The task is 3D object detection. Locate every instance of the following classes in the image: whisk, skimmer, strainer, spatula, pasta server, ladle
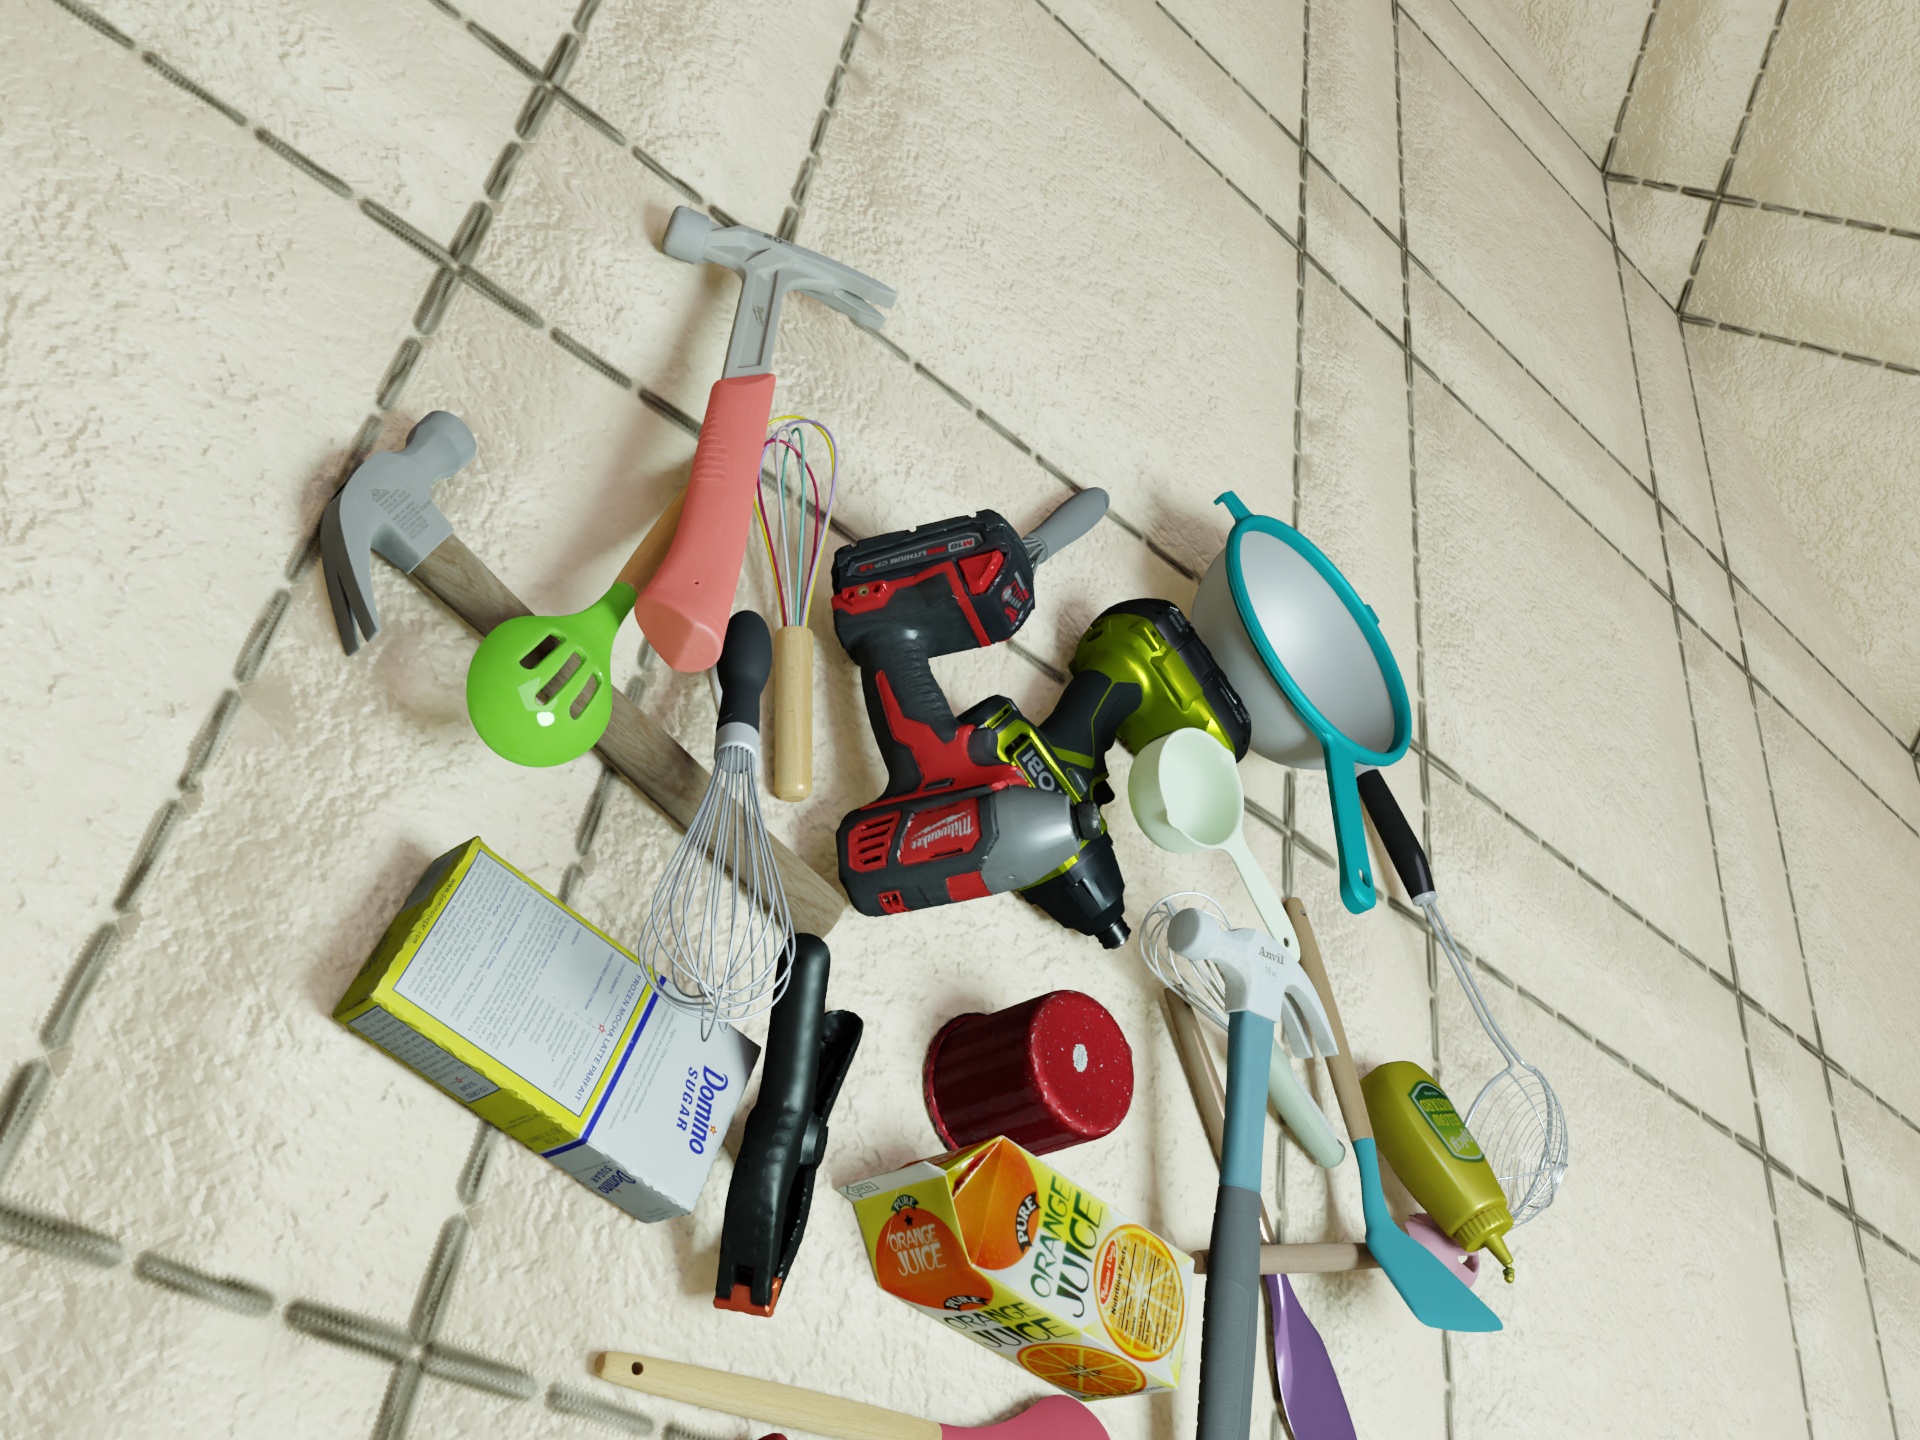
[{"bbox_3d":[-0.111,0.035,0.779,0.070,0.070,0.285,33,32,-28],"label":"whisk"},{"bbox_3d":[0.363,0.206,1.229,0.127,0.090,0.364,4,55,-40],"label":"skimmer"},{"bbox_3d":[0.050,-0.121,1.094,0.055,0.055,0.239,56,37,-5],"label":"whisk"},{"bbox_3d":[0.236,0.007,1.148,0.210,0.095,0.341,32,41,-31],"label":"strainer"},{"bbox_3d":[0.272,0.254,1.066,0.082,0.044,0.318,17,47,-33],"label":"spatula"},{"bbox_3d":[0.247,0.345,1.020,0.316,0.040,0.060,15,58,-40],"label":"pasta server"},{"bbox_3d":[-0.034,0.340,0.765,0.315,0.031,0.069,27,50,-30],"label":"ladle"},{"bbox_3d":[0.185,0.319,0.996,0.059,0.018,0.316,-5,73,-46],"label":"spatula"},{"bbox_3d":[-0.100,-0.070,0.923,0.047,0.051,0.245,11,65,-31],"label":"whisk"},{"bbox_3d":[0.188,0.204,1.025,0.246,0.059,0.058,55,0,-23],"label":"whisk"}]

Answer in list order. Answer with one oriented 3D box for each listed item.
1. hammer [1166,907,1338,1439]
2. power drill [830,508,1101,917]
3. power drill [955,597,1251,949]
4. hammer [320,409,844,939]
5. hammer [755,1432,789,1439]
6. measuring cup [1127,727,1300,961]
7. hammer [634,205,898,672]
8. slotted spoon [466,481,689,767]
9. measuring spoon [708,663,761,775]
[{"bbox_3d":[0.157,0.282,0.910,0.128,0.033,0.331,25,62,-32],"label":"hammer"},{"bbox_3d":[-0.001,-0.003,0.898,0.078,0.143,0.220,58,23,-58],"label":"power drill"},{"bbox_3d":[0.094,0.029,1.031,0.171,0.080,0.223,55,45,-6],"label":"power drill"},{"bbox_3d":[-0.183,-0.002,0.806,0.331,0.031,0.130,46,43,-16],"label":"hammer"},{"bbox_3d":[0.031,0.453,0.754,0.386,0.038,0.143,38,47,-23],"label":"hammer"},{"bbox_3d":[0.160,0.084,0.993,0.083,0.038,0.167,-40,104,-42],"label":"measuring cup"},{"bbox_3d":[-0.117,-0.163,0.894,0.149,0.036,0.359,18,45,-17],"label":"hammer"},{"bbox_3d":[-0.167,-0.080,0.830,0.070,0.031,0.314,48,31,-18],"label":"slotted spoon"},{"bbox_3d":[-0.128,-0.029,0.885,0.034,0.018,0.124,-4,71,-46],"label":"measuring spoon"}]
